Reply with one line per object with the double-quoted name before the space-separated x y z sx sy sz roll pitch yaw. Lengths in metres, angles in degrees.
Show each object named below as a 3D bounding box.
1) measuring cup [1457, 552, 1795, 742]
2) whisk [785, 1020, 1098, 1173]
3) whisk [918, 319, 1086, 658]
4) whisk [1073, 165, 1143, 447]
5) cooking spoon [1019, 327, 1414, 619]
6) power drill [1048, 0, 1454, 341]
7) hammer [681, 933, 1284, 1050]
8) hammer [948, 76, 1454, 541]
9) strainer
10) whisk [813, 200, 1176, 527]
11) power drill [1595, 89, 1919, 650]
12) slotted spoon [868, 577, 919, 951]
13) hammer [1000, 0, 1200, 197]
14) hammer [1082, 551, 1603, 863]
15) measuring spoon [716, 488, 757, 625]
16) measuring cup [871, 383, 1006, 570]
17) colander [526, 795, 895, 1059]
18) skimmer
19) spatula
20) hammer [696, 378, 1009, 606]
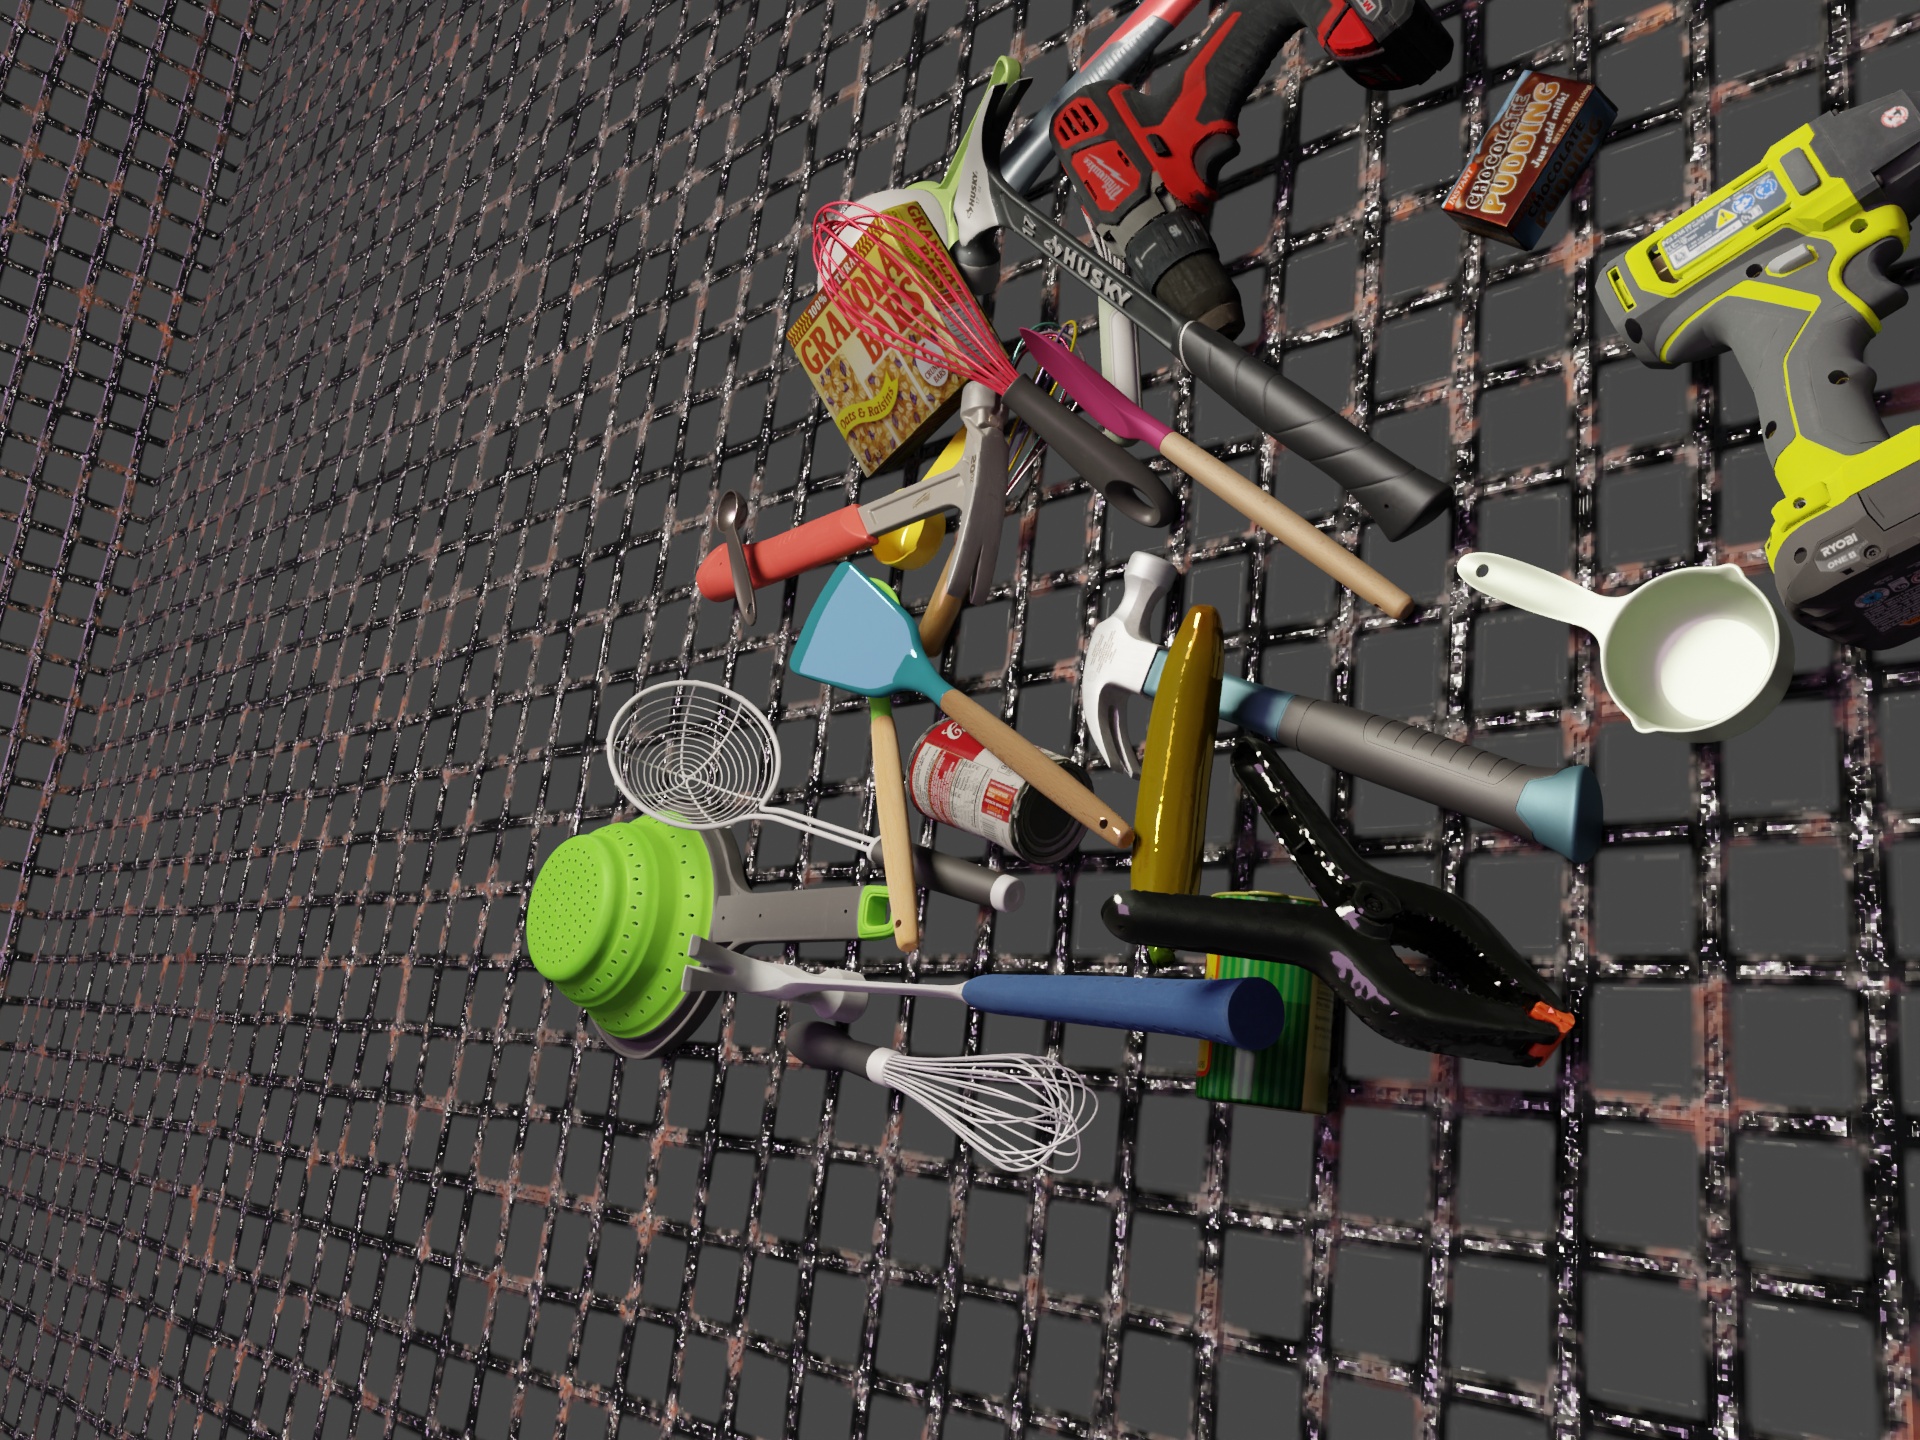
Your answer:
"measuring cup" 0.306 -0.044 0.742 0.168 0.038 0.083 35 100 49
"whisk" -0.026 0.219 0.969 0.285 0.070 0.070 2 77 50
"whisk" 0.023 -0.155 1.070 0.047 0.051 0.245 31 101 41
"whisk" 0.102 -0.292 1.039 0.059 0.057 0.246 126 144 -70
"cooking spoon" 0.139 -0.149 0.923 0.017 0.068 0.319 -45 57 -2
"power drill" 0.175 -0.351 0.945 0.226 0.080 0.188 -36 72 29
"hammer" -0.001 0.150 0.877 0.405 0.144 0.035 -8 69 49
"hammer" 0.126 -0.232 0.929 0.409 0.036 0.149 46 146 31
"strainer" -0.040 -0.367 1.149 0.256 0.069 0.152 -57 41 37
"whisk" 0.018 -0.219 0.985 0.296 0.073 0.073 41 110 5
"power drill" 0.389 -0.158 0.674 0.171 0.080 0.223 -33 51 33
"slotted spoon" -0.050 0.022 1.048 0.070 0.031 0.314 -40 39 28
"hammer" 0.139 -0.499 1.084 0.386 0.038 0.143 -40 49 29
"hammer" 0.188 0.002 0.847 0.331 0.033 0.128 23 91 47
"measuring spoon" -0.162 -0.121 1.195 0.034 0.018 0.124 -44 50 40
"measuring cup" -0.005 -0.170 1.116 0.156 0.029 0.062 -50 46 17
"colander" -0.203 0.139 1.148 0.397 0.094 0.205 -10 68 43
"skimmer" -0.103 0.050 1.082 0.363 0.127 0.090 14 130 43
"spatula" -0.002 -0.003 0.948 0.318 0.044 0.082 38 102 49
"hammer" -0.090 -0.124 1.137 0.359 0.036 0.149 -12 65 51
